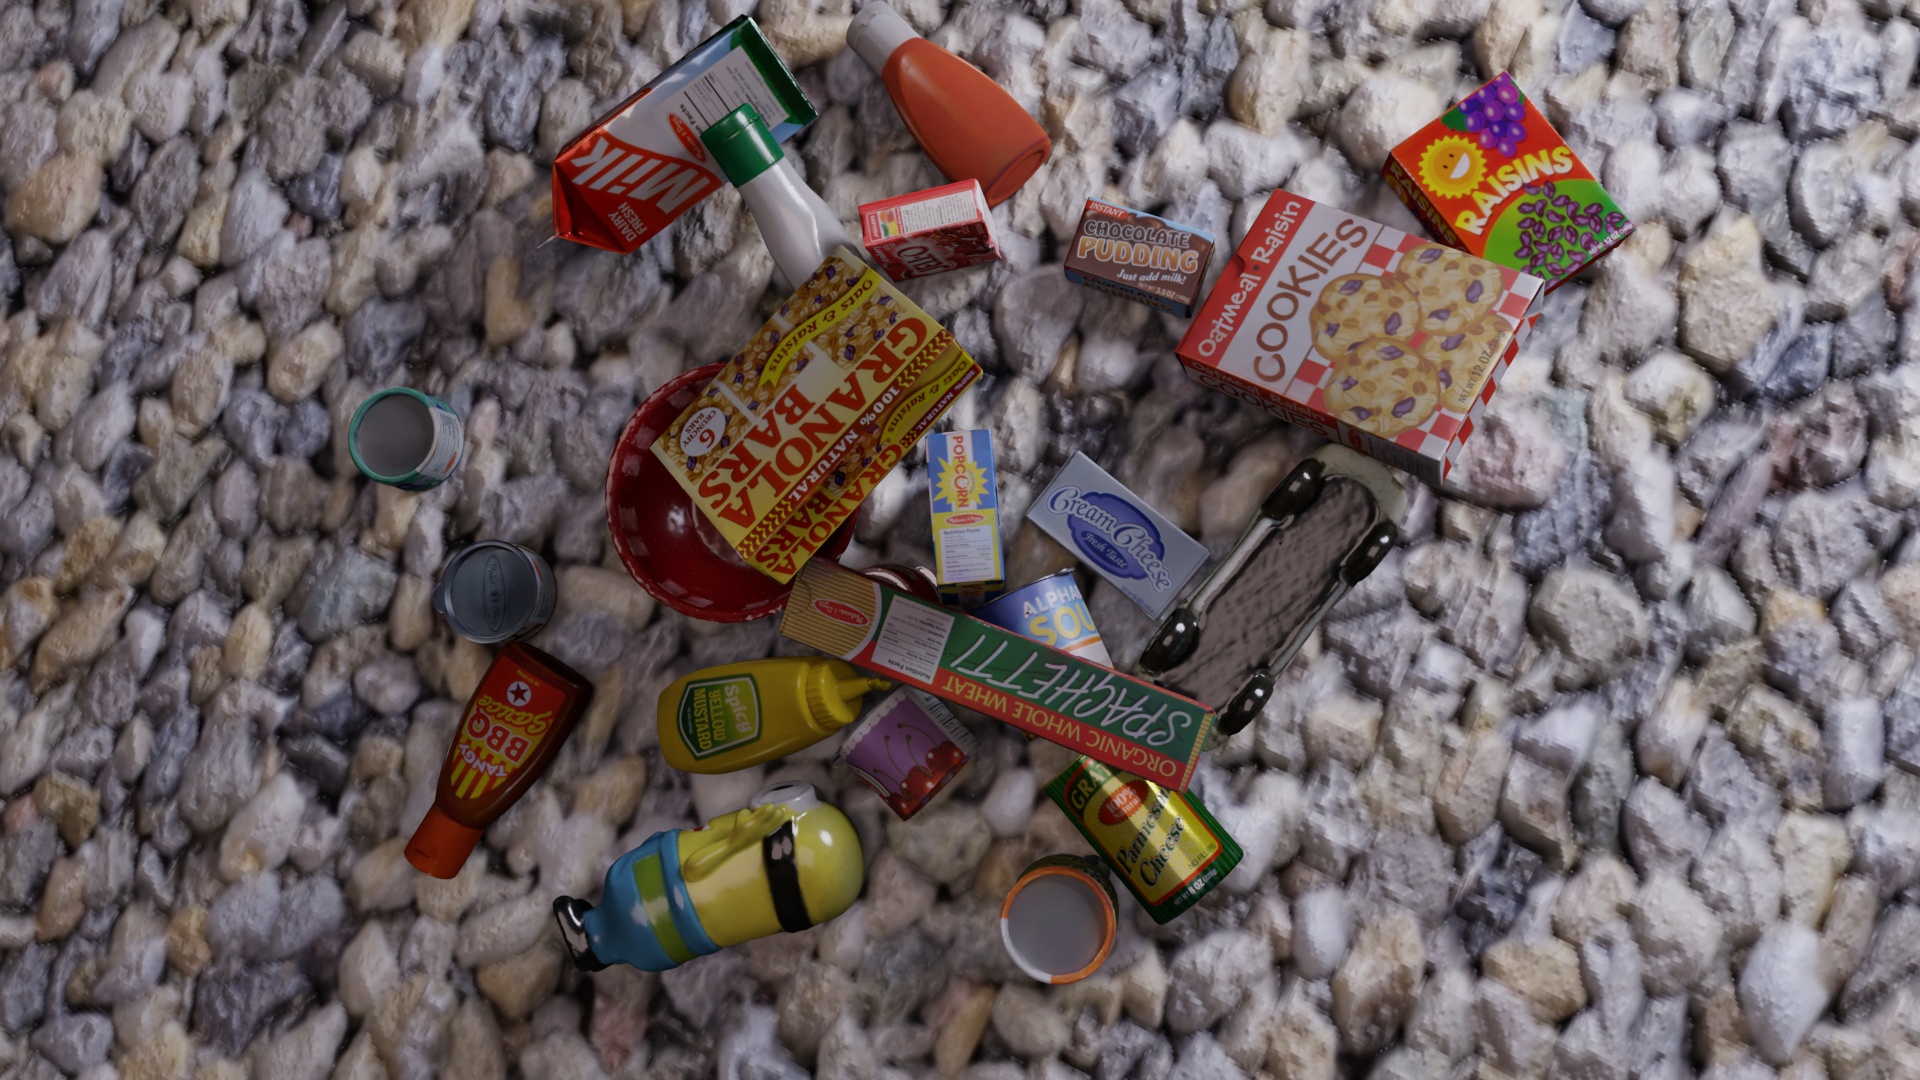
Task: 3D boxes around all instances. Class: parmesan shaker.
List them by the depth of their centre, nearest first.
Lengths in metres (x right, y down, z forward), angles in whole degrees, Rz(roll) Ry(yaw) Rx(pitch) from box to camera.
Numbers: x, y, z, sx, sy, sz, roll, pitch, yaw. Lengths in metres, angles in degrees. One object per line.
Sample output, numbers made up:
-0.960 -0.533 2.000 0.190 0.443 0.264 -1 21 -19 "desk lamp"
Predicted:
0.108 0.159 0.803 0.071 0.071 0.103 -41 79 2 "parmesan shaker"

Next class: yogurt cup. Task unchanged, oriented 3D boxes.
-0.048 0.045 0.847 0.072 0.054 0.072 -1 84 9 "yogurt cup"

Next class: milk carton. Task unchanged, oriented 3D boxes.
-0.191 -0.247 0.882 0.190 0.072 0.073 -36 115 2 "milk carton"

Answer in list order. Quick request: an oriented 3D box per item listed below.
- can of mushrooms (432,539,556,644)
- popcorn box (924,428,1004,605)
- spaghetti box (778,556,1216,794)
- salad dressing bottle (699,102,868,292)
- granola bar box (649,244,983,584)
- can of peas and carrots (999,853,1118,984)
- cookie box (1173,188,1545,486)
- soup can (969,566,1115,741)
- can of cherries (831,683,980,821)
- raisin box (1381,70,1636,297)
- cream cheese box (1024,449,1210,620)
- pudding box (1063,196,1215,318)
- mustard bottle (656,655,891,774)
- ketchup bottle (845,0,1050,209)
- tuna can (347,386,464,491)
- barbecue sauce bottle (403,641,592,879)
-0.300 0.034 0.896 0.071 0.033 0.071 -1 84 8 "can of mushrooms"
0.003 -0.010 0.809 0.038 0.126 0.085 -4 82 0 "popcorn box"
0.018 0.073 0.781 0.250 0.029 0.050 20 92 15 "spaghetti box"
-0.103 -0.196 0.855 0.044 0.064 0.147 -25 113 24 "salad dressing bottle"
-0.084 -0.074 0.793 0.165 0.039 0.124 -47 51 1 "granola bar box"
0.060 0.217 0.807 0.071 0.058 0.071 -1 84 8 "can of peas and carrots"
0.229 -0.122 0.806 0.168 0.040 0.123 28 81 26 "cookie box"
0.054 0.067 0.821 0.071 0.071 0.084 -25 81 5 "soup can"
-0.032 0.126 0.828 0.058 0.071 0.071 44 91 9 "can of cherries"
0.325 -0.204 0.830 0.086 0.040 0.123 -35 81 4 "raisin box"
0.095 -0.003 0.846 0.104 0.024 0.053 39 90 11 "cream cheese box"
0.111 -0.176 0.862 0.084 0.030 0.049 20 86 10 "pudding box"
-0.109 0.098 0.826 0.160 0.049 0.065 -17 76 29 "mustard bottle"
-0.013 -0.283 0.887 0.065 0.043 0.149 -42 79 1 "ketchup bottle"
-0.369 -0.067 0.919 0.071 0.033 0.071 -1 83 8 "tuna can"
-0.296 0.141 0.877 0.065 0.043 0.148 31 89 8 "barbecue sauce bottle"
